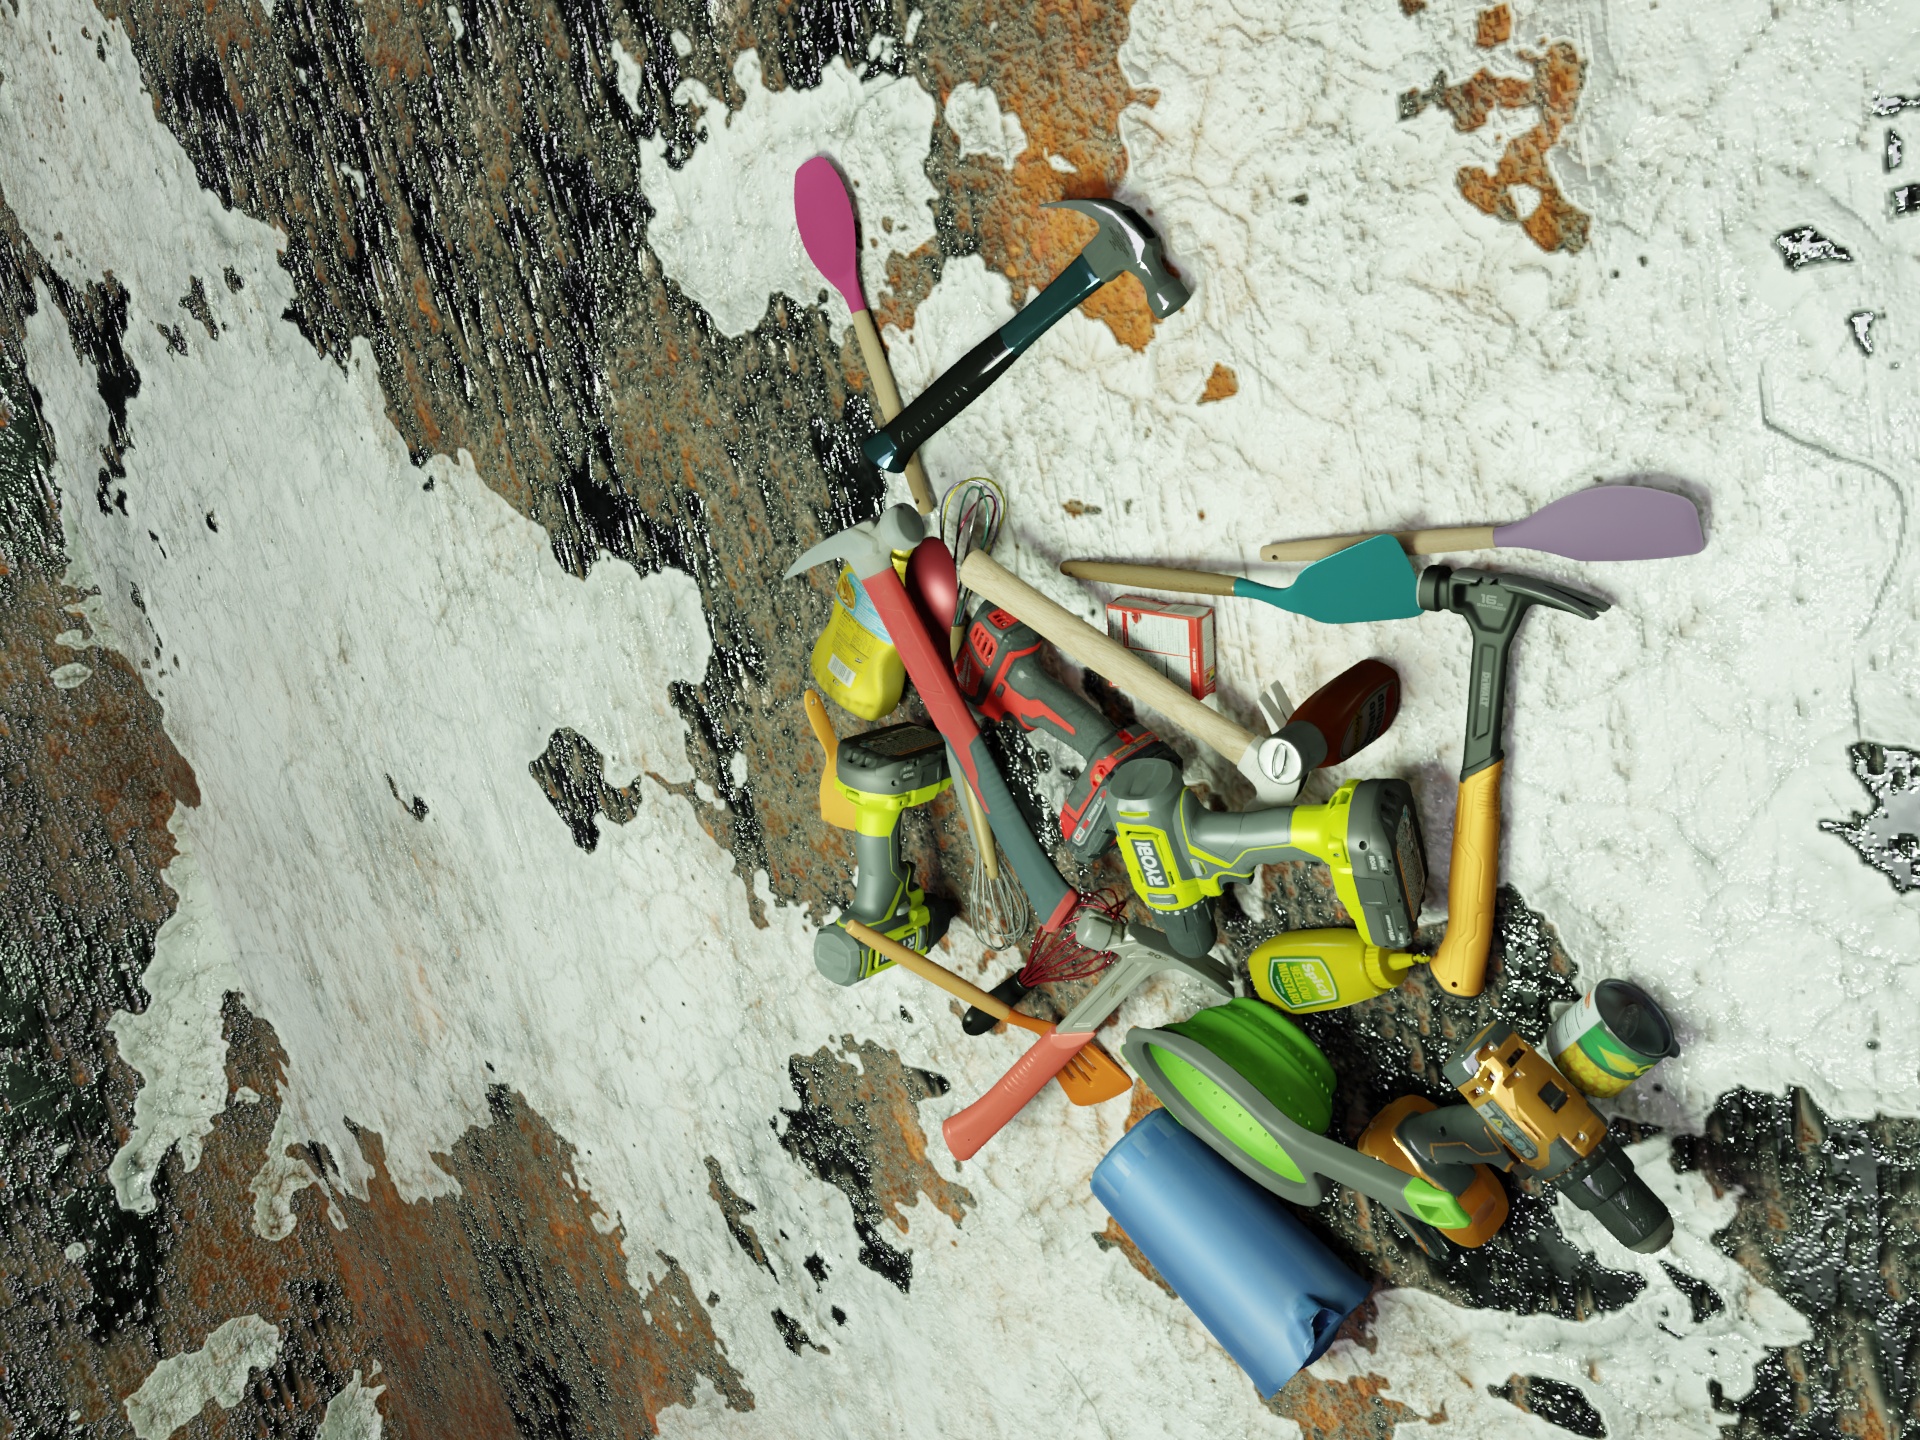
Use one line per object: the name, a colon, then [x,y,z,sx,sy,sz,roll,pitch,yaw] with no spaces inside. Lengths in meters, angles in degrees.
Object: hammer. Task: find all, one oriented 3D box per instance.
hammer: [-0.012,0.011,1.355,0.143,0.038,0.386,-19,103,40]
hammer: [0.032,-0.298,1.290,0.331,0.033,0.128,-34,85,40]
hammer: [0.093,0.306,1.454,0.149,0.037,0.359,25,128,-14]
hammer: [0.136,-0.041,1.281,0.331,0.031,0.130,35,138,15]
hammer: [0.386,0.057,1.157,0.127,0.034,0.336,16,119,36]

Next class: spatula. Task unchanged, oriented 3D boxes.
spatula: [0.023,0.269,1.473,0.322,0.041,0.081,33,136,-24]
spatula: [0.202,-0.113,1.238,0.318,0.044,0.082,12,148,45]
spatula: [0.350,-0.129,1.113,0.316,0.018,0.059,0,130,42]

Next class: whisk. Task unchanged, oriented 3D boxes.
whisk: [0.019,0.113,1.469,0.055,0.055,0.238,7,121,39]
whisk: [0.002,-0.106,1.414,0.051,0.047,0.244,41,136,35]
whisk: [0.071,0.235,1.493,0.073,0.073,0.295,52,139,10]

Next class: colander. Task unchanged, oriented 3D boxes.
colander: [0.276,0.300,1.247,0.204,0.094,0.397,50,163,-16]

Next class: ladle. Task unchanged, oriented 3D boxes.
ladle: [-0.002,-0.004,1.383,0.069,0.031,0.315,14,122,53]

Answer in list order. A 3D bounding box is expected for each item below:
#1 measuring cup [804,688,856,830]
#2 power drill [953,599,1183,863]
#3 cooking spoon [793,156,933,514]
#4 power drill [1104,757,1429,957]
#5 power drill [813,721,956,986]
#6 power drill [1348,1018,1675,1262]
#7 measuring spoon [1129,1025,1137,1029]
measuring cup: [-0.100,0.037,1.505,0.052,0.095,0.173,15,144,33]
power drill: [0.076,0.008,1.372,0.220,0.078,0.143,47,140,19]
cooking spoon: [-0.080,-0.333,1.395,0.069,0.017,0.319,-11,101,44]
power drill: [0.239,0.117,1.241,0.228,0.080,0.190,0,129,30]
power drill: [-0.057,0.122,1.489,0.080,0.171,0.223,19,112,35]
power drill: [0.409,0.338,1.194,0.185,0.084,0.226,47,149,14]
measuring spoon: [0.195,0.328,1.463,0.117,0.011,0.021,52,139,15]
